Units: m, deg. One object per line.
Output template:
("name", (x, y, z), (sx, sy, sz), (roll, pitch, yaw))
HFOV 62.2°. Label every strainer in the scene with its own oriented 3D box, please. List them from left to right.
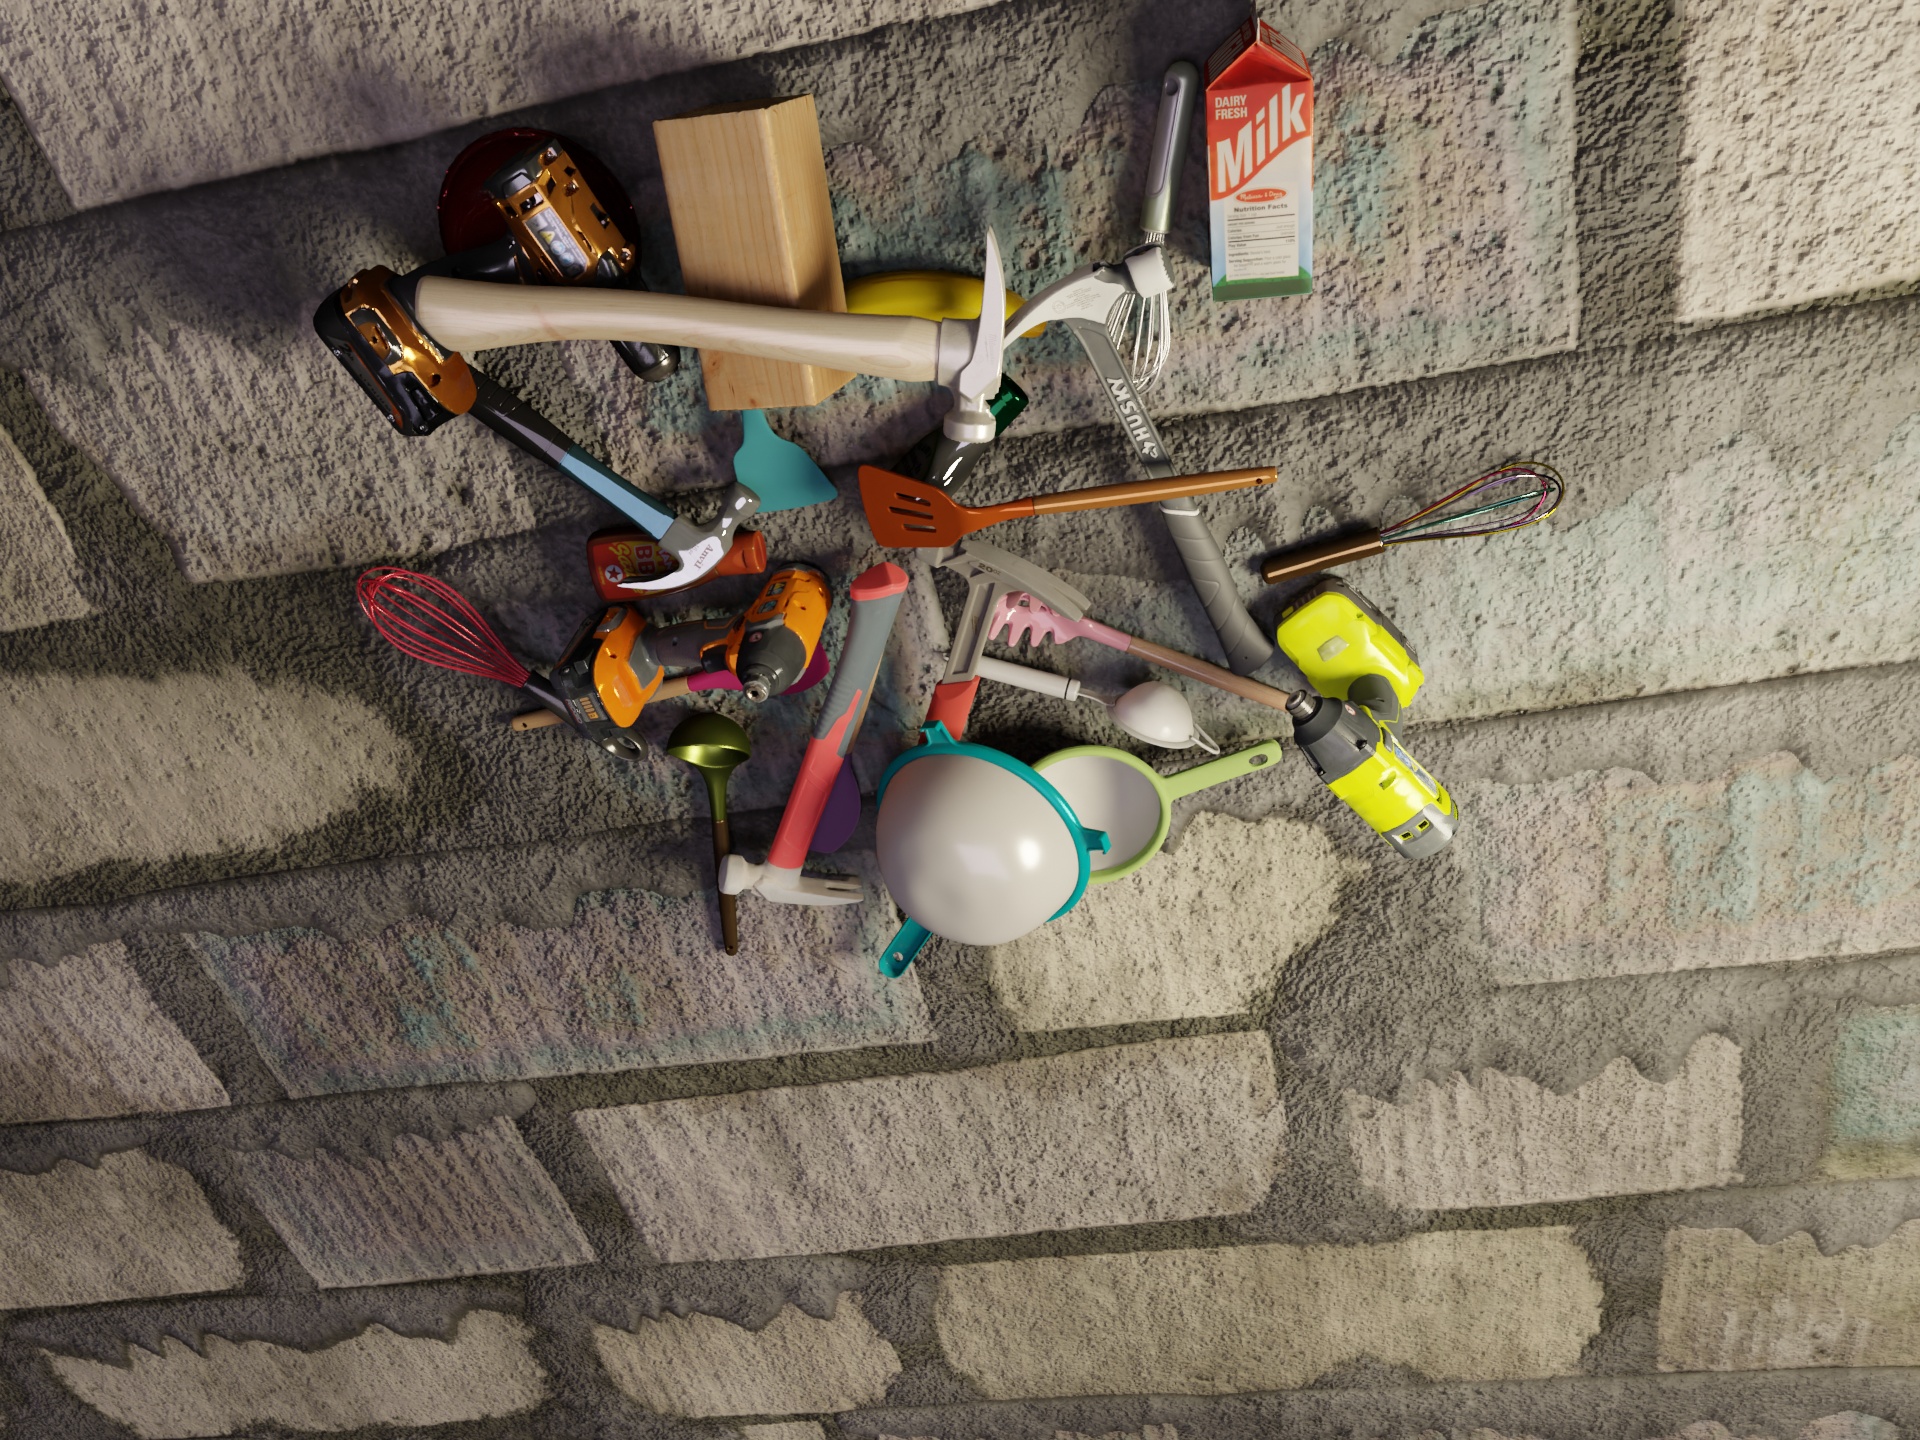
("strainer", (-0.022, 0.167, 1.456), (0.211, 0.095, 0.340), (34, 134, 2))
("strainer", (0.106, -0.026, 1.393), (0.258, 0.087, 0.050), (15, 118, 9))
("strainer", (0.163, 0.055, 1.445), (0.256, 0.069, 0.151), (-20, 119, 10))

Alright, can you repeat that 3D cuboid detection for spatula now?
("spatula", (-0.180, -0.305, 1.259), (0.082, 0.044, 0.317), (-8, 119, 14))
("spatula", (-0.100, 0.008, 1.469), (0.059, 0.018, 0.315), (13, 127, -8))
("spatula", (0.081, -0.175, 1.232), (0.322, 0.041, 0.080), (-6, 133, 8))

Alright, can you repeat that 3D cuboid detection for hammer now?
("hammer", (-0.334, -0.226, 1.302), (0.331, 0.033, 0.128), (35, 105, -9))
("hammer", (-0.174, -0.285, 1.110), (0.410, 0.038, 0.146), (5, 115, 1))
("hammer", (-0.105, 0.024, 1.444), (0.143, 0.038, 0.386), (8, 128, -21))
("hammer", (-0.002, -0.004, 1.400), (0.149, 0.037, 0.358), (27, 134, 10))
("hammer", (0.161, -0.180, 1.256), (0.149, 0.036, 0.408), (-16, 131, 21))

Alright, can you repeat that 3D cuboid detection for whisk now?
("whisk", (-0.409, -0.047, 1.437), (0.295, 0.073, 0.073), (34, 122, -17))
("whisk", (0.141, -0.355, 1.170), (0.059, 0.058, 0.246), (-16, 128, -34))
("whisk", (0.362, -0.156, 1.289), (0.245, 0.051, 0.047), (-16, 101, 22))

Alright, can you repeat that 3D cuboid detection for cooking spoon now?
("cooking spoon", (-0.272, -0.028, 1.465), (0.319, 0.017, 0.068), (-12, 120, 15))

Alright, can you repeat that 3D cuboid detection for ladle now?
("ladle", (-0.234, 0.122, 1.544), (0.078, 0.062, 0.319), (2, 128, 1))

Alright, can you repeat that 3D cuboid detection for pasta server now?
("pasta server", (0.169, -0.051, 1.383), (0.316, 0.040, 0.060), (20, 150, -9))

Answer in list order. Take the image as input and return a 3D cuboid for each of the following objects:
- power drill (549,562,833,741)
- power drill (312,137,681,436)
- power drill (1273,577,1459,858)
("power drill", (-0.229, -0.052, 1.356), (0.226, 0.164, 0.084), (-12, 122, 17))
("power drill", (-0.336, -0.296, 1.182), (0.226, 0.084, 0.185), (-26, 120, 17))
("power drill", (0.316, -0.013, 1.277), (0.171, 0.223, 0.080), (41, 120, -20))
